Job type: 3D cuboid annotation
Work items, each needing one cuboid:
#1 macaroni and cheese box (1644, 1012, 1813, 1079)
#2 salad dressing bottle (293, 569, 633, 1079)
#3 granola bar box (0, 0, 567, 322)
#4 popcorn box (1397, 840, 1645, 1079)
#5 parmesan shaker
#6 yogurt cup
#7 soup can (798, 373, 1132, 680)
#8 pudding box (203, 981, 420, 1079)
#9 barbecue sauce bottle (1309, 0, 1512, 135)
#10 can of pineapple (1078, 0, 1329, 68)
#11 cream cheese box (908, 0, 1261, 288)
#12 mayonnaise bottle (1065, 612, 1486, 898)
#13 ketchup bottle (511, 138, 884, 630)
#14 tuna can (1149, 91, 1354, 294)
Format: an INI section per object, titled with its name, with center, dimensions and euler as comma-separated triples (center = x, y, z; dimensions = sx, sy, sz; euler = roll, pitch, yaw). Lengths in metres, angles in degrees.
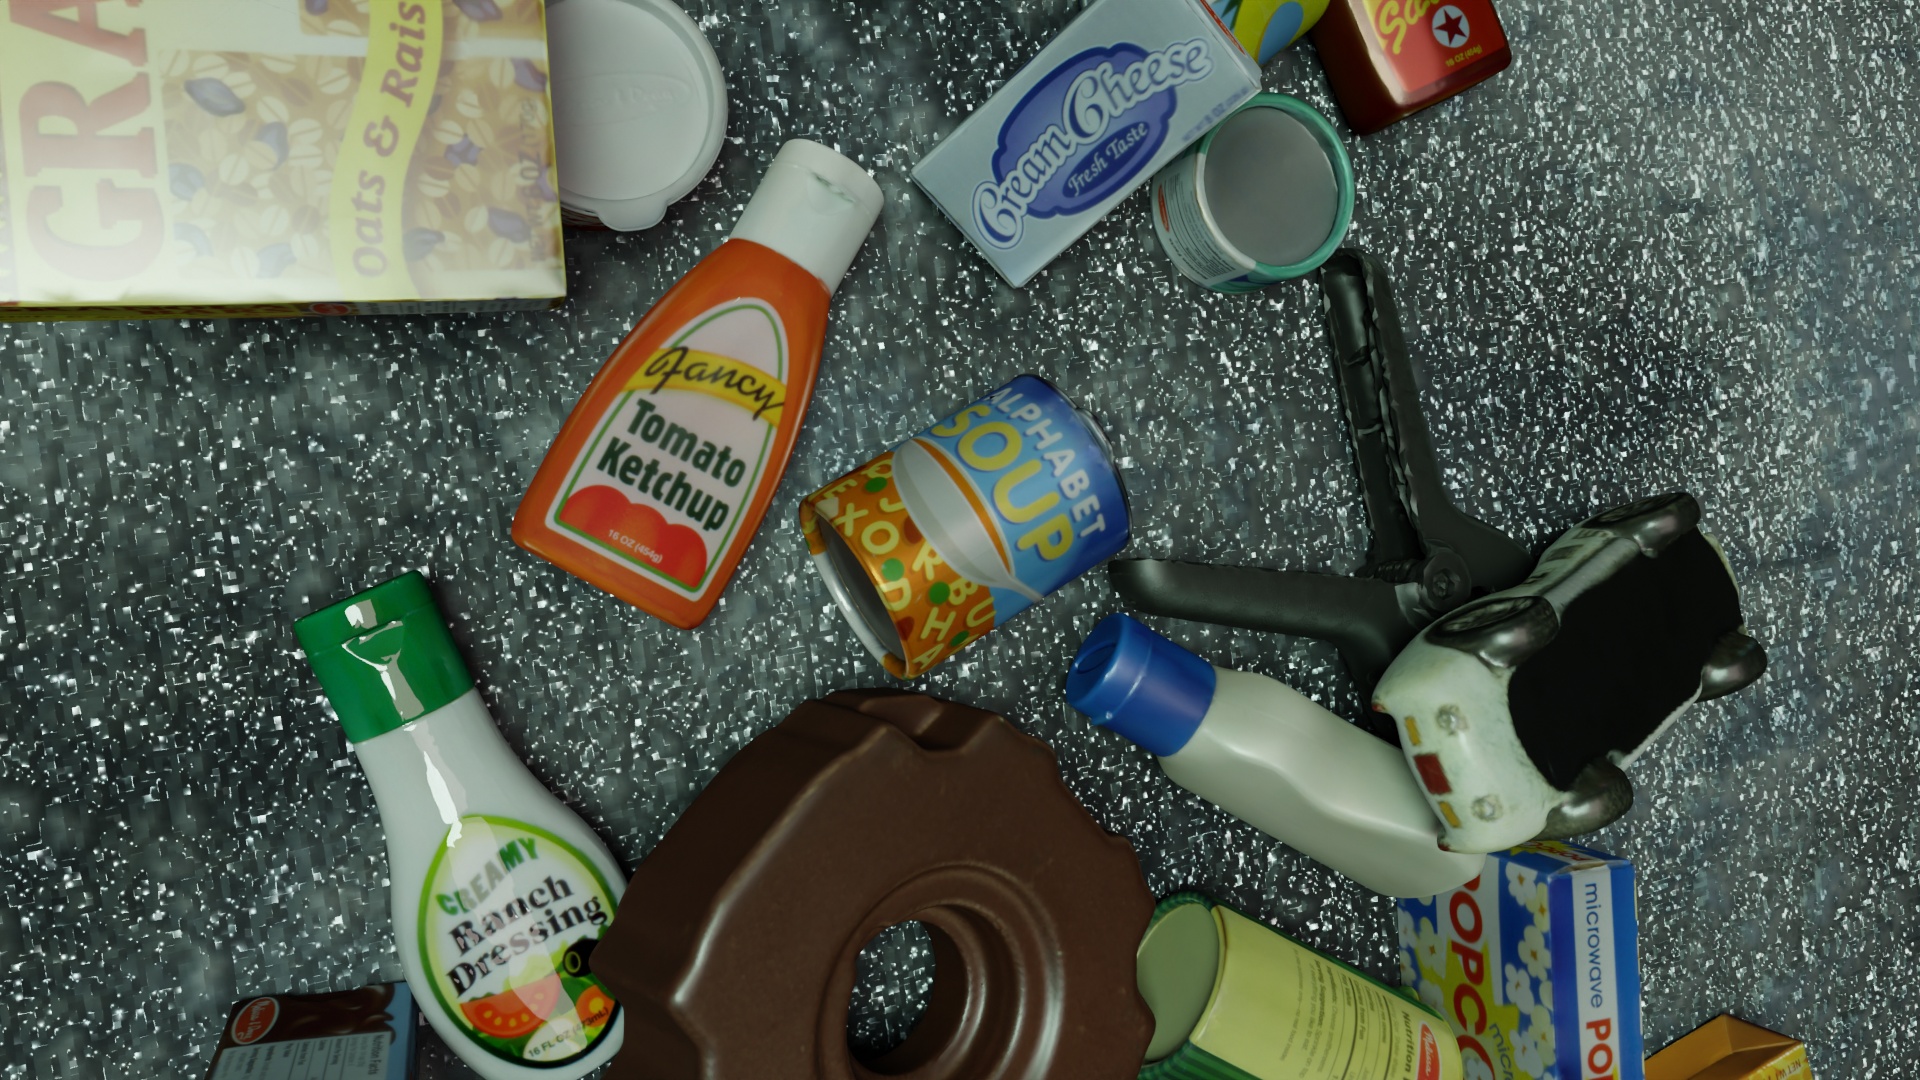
[macaroni and cheese box]
center = 0.297, 0.295, 0.552
dimensions = 0.124, 0.040, 0.166
euler = -20, 96, -18
[salad dressing bottle]
center = -0.140, 0.082, 0.395
dimensions = 0.064, 0.044, 0.147
euler = -26, 98, -21
[granola bar box]
center = -0.160, -0.134, 0.316
dimensions = 0.124, 0.039, 0.165
euler = -5, 92, -20
[popcorn box]
center = 0.197, 0.168, 0.494
dimensions = 0.038, 0.085, 0.126
euler = -3, 91, -19
[parmesan shaker]
center = 0.109, 0.167, 0.474
dimensions = 0.103, 0.071, 0.071
euler = 30, 80, -16
[yogurt cup]
center = -0.106, -0.123, 0.406
dimensions = 0.072, 0.054, 0.072
euler = 0, 89, -20
[soup can]
center = 0.002, -0.005, 0.434
dimensions = 0.084, 0.071, 0.071
euler = -31, 100, -17
[pudding box]
center = -0.168, 0.145, 0.363
dimensions = 0.050, 0.083, 0.030
euler = 0, 93, -20
[barbecue sauce bottle]
center = 0.144, -0.227, 0.504
dimensions = 0.065, 0.043, 0.148
euler = -28, 98, -17
[can of pineapple]
center = 0.083, -0.186, 0.471
dimensions = 0.058, 0.071, 0.071
euler = -40, 102, -16
[cream cheese box]
center = 0.039, -0.132, 0.442
dimensions = 0.103, 0.024, 0.053
euler = -36, 106, 27
[mayonnaise bottle]
center = 0.107, 0.074, 0.477
dimensions = 0.148, 0.064, 0.041
euler = 30, 62, -13
[ketchup bottle]
center = -0.073, -0.051, 0.422
dimensions = 0.064, 0.043, 0.149
euler = 30, 79, -17
[tuna can]
center = 0.106, -0.124, 0.494
dimensions = 0.071, 0.033, 0.071
euler = 0, 89, -20
